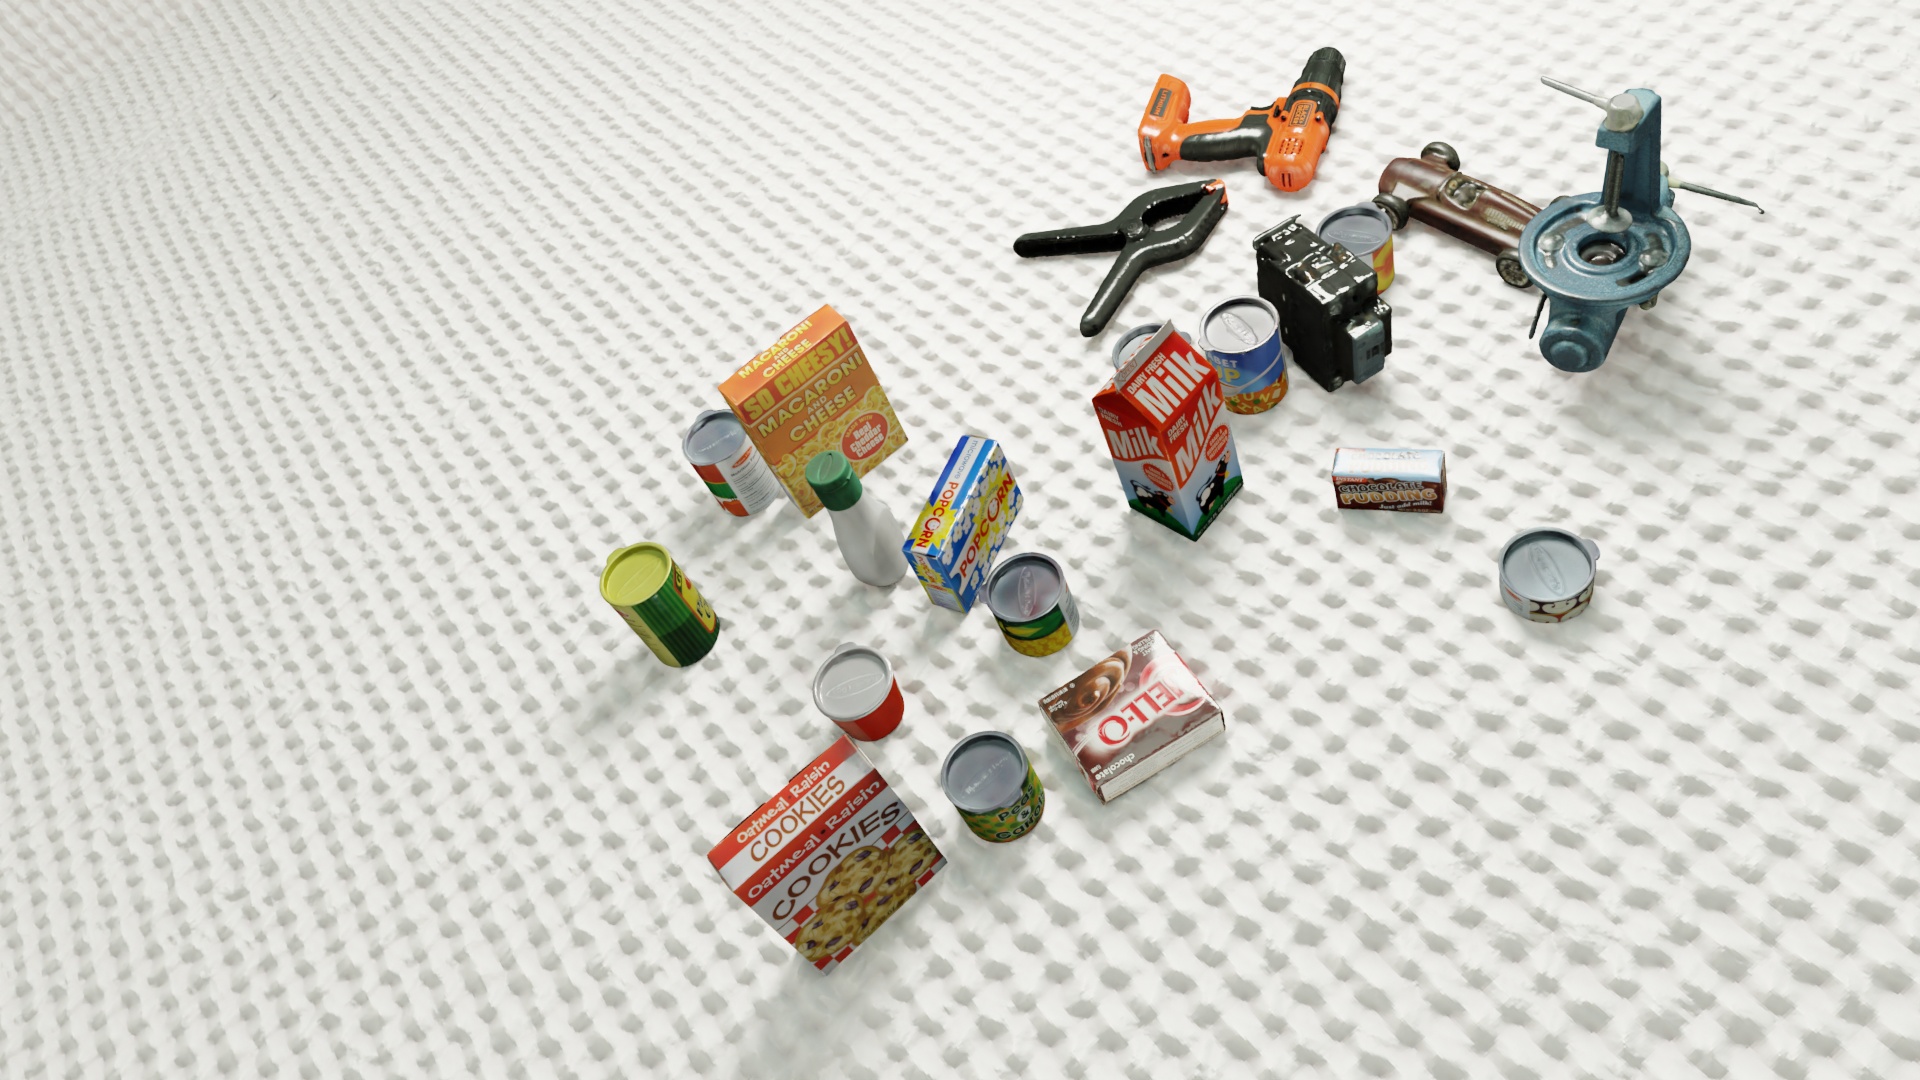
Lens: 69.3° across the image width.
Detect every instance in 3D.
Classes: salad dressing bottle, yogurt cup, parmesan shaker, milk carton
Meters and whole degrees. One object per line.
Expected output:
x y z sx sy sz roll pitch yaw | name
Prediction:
-0.087 -0.018 1.172 0.044 0.147 0.064 2 56 22 | salad dressing bottle
-0.079 0.126 1.121 0.072 0.053 0.073 -10 52 13 | yogurt cup
-0.261 0.055 1.211 0.071 0.102 0.071 -10 52 13 | parmesan shaker
0.163 -0.090 1.105 0.073 0.189 0.072 31 70 35 | milk carton

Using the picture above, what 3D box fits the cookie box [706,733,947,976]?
-0.089 0.224 0.978 0.123 0.166 0.040 -41 52 -11 | cookie box

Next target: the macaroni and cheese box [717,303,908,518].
-0.129 -0.114 1.247 0.124 0.165 0.040 -40 51 -11 | macaroni and cheese box

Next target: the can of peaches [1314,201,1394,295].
0.356 -0.259 1.246 0.071 0.057 0.071 -10 52 13 | can of peaches

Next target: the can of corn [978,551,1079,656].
0.056 0.053 1.123 0.071 0.058 0.071 -10 52 13 | can of corn

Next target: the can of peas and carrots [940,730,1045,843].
0.027 0.185 1.034 0.071 0.058 0.071 -10 52 13 | can of peas and carrots

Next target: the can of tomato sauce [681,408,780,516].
-0.214 -0.073 1.303 0.071 0.082 0.071 -10 52 13 | can of tomato sauce

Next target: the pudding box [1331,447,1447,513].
0.340 -0.048 1.099 0.084 0.049 0.030 4 57 23 | pudding box

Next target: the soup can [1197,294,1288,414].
0.243 -0.157 1.195 0.071 0.083 0.072 -10 52 13 | soup can

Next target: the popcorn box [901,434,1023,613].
0.004 -0.015 1.176 0.038 0.085 0.127 12 60 28 | popcorn box

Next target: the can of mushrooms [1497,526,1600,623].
0.433 0.025 1.020 0.071 0.033 0.071 -10 52 13 | can of mushrooms

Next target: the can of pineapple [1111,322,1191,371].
0.174 -0.150 1.232 0.071 0.057 0.071 -10 52 13 | can of pineapple
